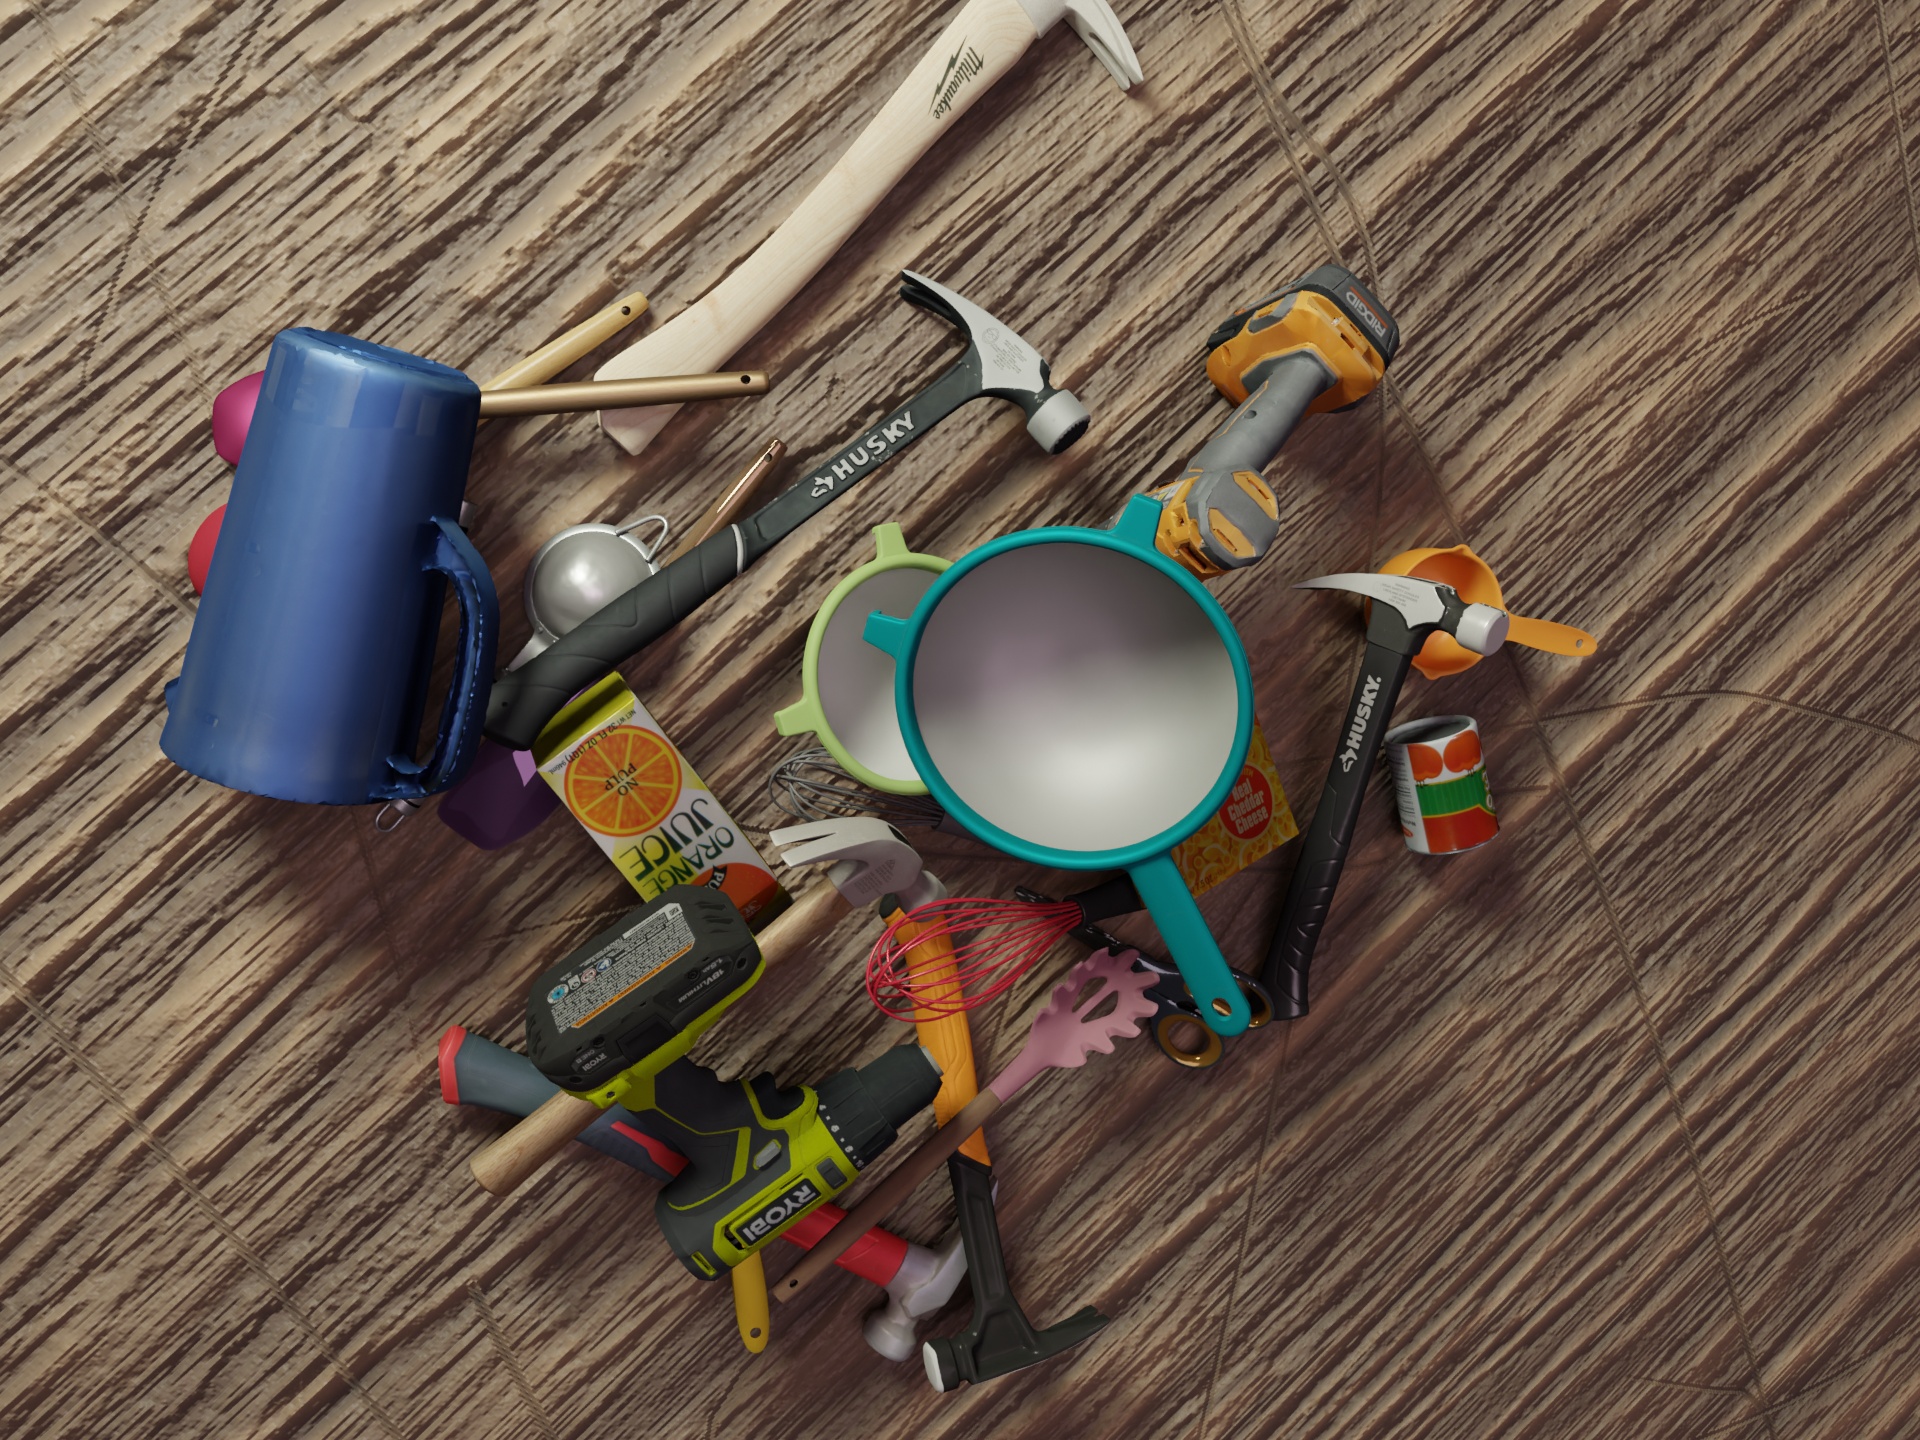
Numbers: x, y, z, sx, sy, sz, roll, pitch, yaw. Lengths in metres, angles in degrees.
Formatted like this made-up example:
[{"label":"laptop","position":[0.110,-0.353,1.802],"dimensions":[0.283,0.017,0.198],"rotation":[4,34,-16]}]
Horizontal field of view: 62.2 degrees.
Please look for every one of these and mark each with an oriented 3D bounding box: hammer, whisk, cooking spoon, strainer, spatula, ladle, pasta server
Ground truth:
[{"label":"hammer","position":[-0.159,0.285,1.048],"dimensions":[0.386,0.038,0.143],"rotation":[32,88,-18]},{"label":"hammer","position":[-0.065,-0.315,0.983],"dimensions":[0.146,0.038,0.410],"rotation":[44,86,-18]},{"label":"hammer","position":[0.008,0.268,1.066],"dimensions":[0.127,0.034,0.337],"rotation":[-12,92,-19]},{"label":"whisk","position":[0.059,0.131,1.039],"dimensions":[0.295,0.073,0.073],"rotation":[-13,103,-36]},{"label":"hammer","position":[0.257,0.058,1.101],"dimensions":[0.035,0.146,0.334],"rotation":[-3,113,-45]},{"label":"hammer","position":[-0.121,-0.118,0.948],"dimensions":[0.409,0.036,0.149],"rotation":[-38,81,-14]},{"label":"cooking spoon","position":[-0.271,-0.185,0.928],"dimensions":[0.319,0.017,0.069],"rotation":[-6,81,-7]},{"label":"strainer","position":[-0.269,-0.029,0.967],"dimensions":[0.087,0.050,0.258],"rotation":[41,91,5]},{"label":"spatula","position":[-0.209,-0.050,0.993],"dimensions":[0.059,0.018,0.316],"rotation":[38,89,-16]},{"label":"strainer","position":[-0.002,-0.003,1.035],"dimensions":[0.256,0.069,0.151],"rotation":[33,75,-26]},{"label":"ladle","position":[-0.316,-0.164,0.942],"dimensions":[0.315,0.031,0.069],"rotation":[-37,108,-9]},{"label":"strainer","position":[0.102,0.032,0.971],"dimensions":[0.211,0.095,0.340],"rotation":[-22,104,21]},{"label":"pasta server","position":[0.003,0.261,1.028],"dimensions":[0.316,0.040,0.060],"rotation":[-40,88,-14]},{"label":"whisk","position":[-0.014,0.065,1.052],"dimensions":[0.238,0.055,0.055],"rotation":[17,94,-22]},{"label":"hammer","position":[-0.163,0.176,0.977],"dimensions":[0.331,0.031,0.129],"rotation":[-39,138,-3]}]

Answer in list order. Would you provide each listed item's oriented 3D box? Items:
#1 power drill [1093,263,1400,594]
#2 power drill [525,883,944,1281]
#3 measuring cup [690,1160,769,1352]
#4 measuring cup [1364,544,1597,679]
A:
[{"label":"power drill","position":[0.162,-0.170,1.018],"dimensions":[0.084,0.185,0.226],"rotation":[42,67,-17]},{"label":"power drill","position":[-0.127,0.207,0.932],"dimensions":[0.190,0.080,0.228],"rotation":[-34,125,-7]},{"label":"measuring cup","position":[-0.138,0.338,1.024],"dimensions":[0.062,0.029,0.156],"rotation":[-8,96,-16]},{"label":"measuring cup","position":[0.368,-0.071,1.133],"dimensions":[0.173,0.052,0.095],"rotation":[11,96,-19]}]
